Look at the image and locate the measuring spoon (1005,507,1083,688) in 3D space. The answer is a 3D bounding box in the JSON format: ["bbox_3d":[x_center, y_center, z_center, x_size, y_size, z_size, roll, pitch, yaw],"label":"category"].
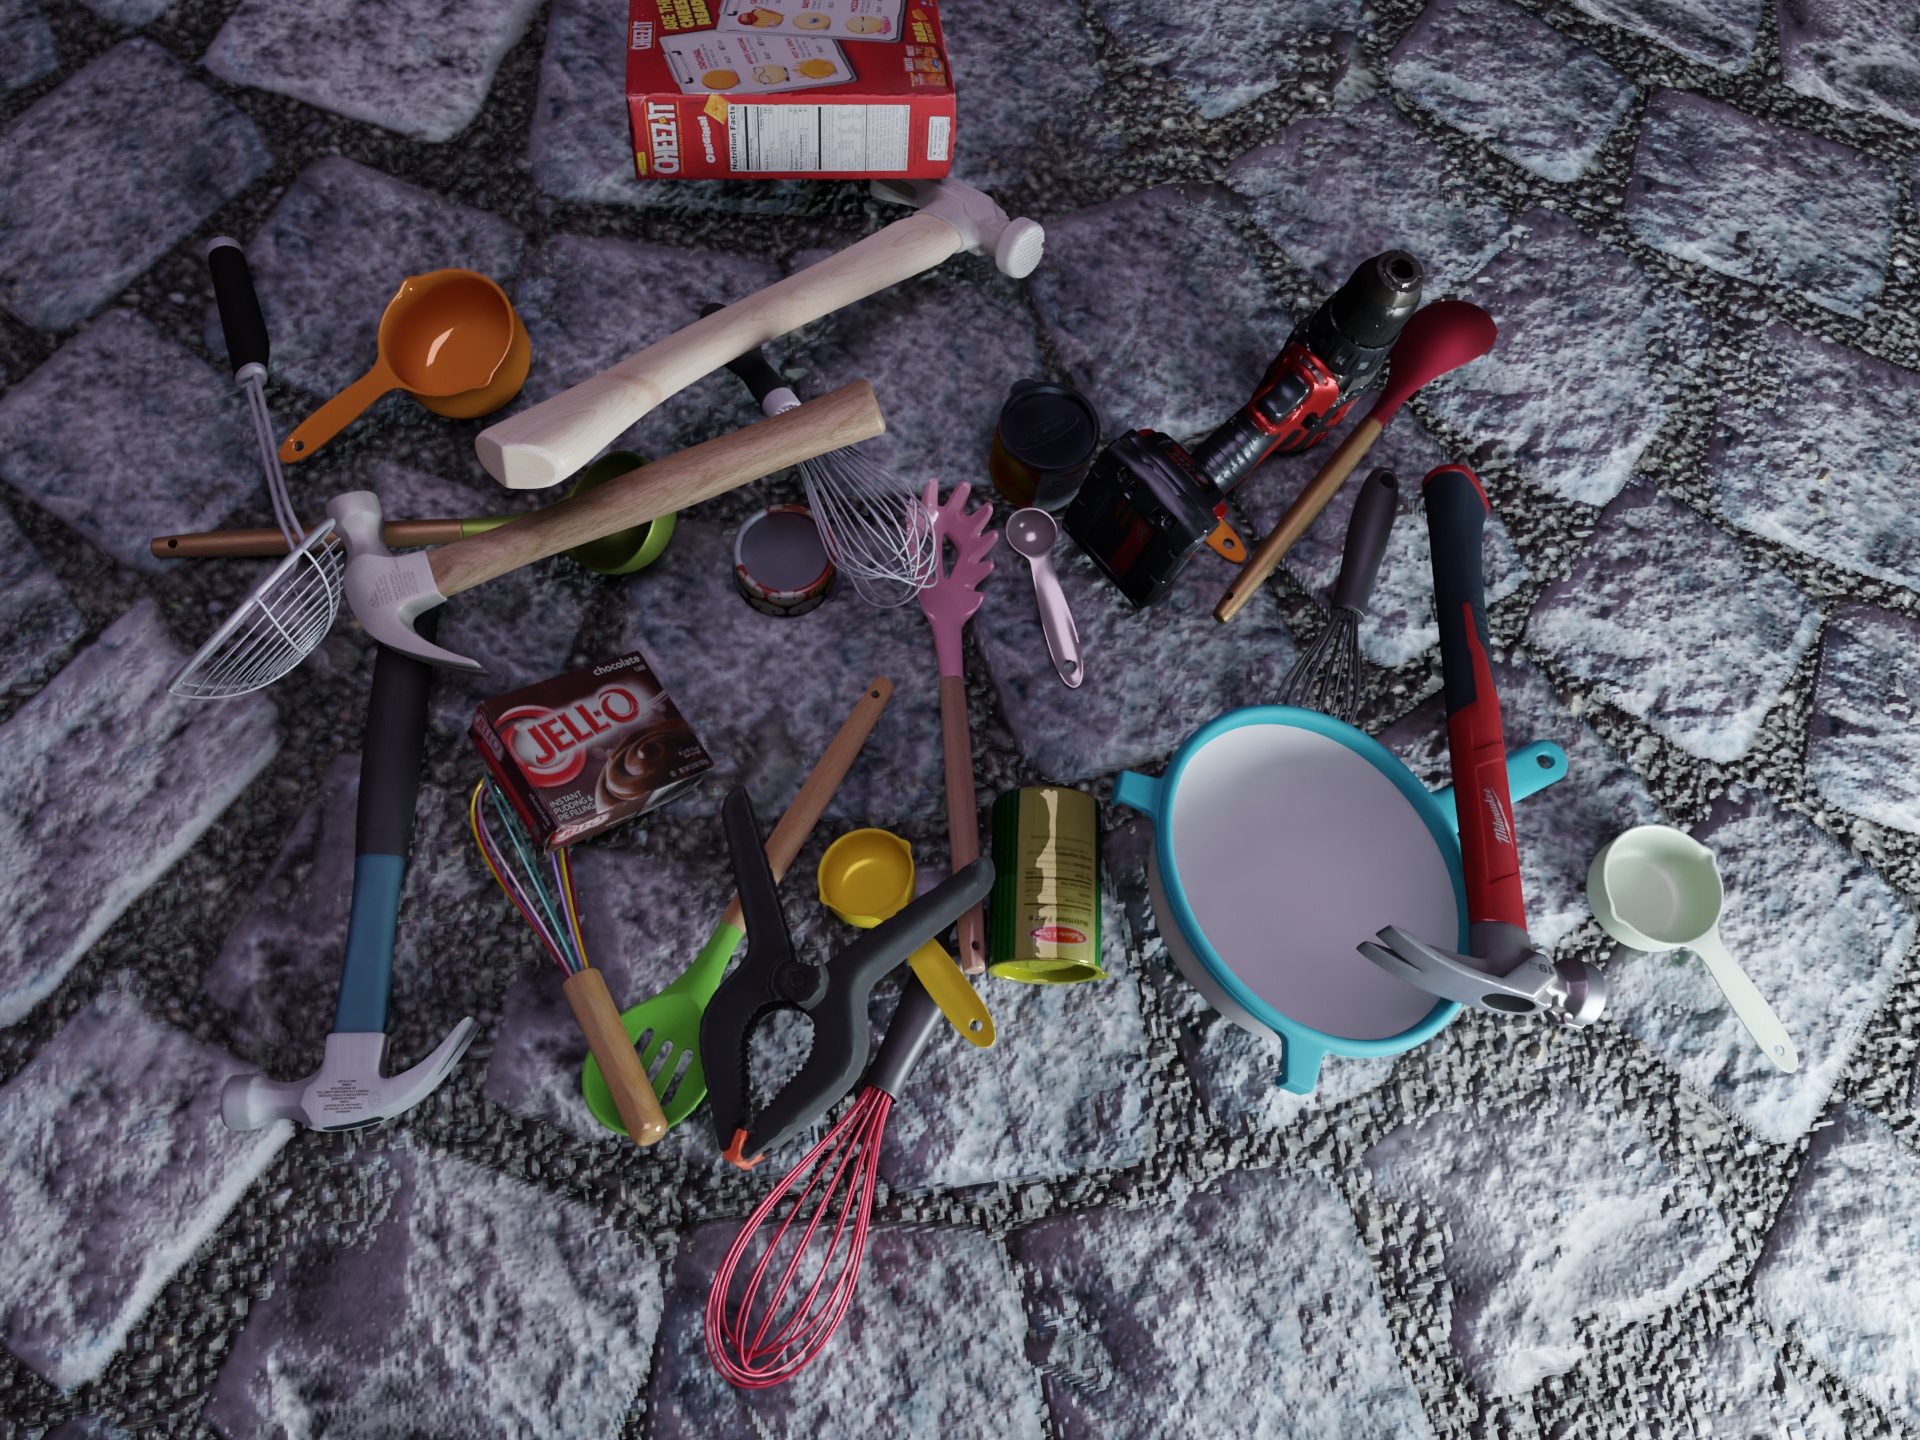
[{"bbox_3d":[0.057,-0.078,1.028,0.034,0.018,0.124,-13,78,-10],"label":"measuring spoon"}]

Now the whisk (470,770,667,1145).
[{"bbox_3d":[-0.218,0.123,0.889,0.047,0.051,0.245,-21,65,-22],"label":"whisk"}]

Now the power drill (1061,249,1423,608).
[{"bbox_3d":[0.181,-0.185,0.982,0.227,0.188,0.080,-40,83,-20],"label":"power drill"}]

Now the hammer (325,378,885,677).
[{"bbox_3d":[-0.202,-0.125,0.940,0.331,0.031,0.130,-21,78,-1],"label":"hammer"}]

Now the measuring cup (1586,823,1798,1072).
[{"bbox_3d":[0.449,0.143,0.974,0.083,0.038,0.168,-28,77,-15],"label":"measuring cup"}]

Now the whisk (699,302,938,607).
[{"bbox_3d":[-0.098,-0.176,1.003,0.070,0.070,0.285,-28,59,-15],"label":"whisk"}]

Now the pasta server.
[{"bbox_3d":[-0.002,-0.003,0.966,0.060,0.040,0.316,4,64,-17],"label":"pasta server"}]

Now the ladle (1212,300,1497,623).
[{"bbox_3d":[0.264,-0.183,1.077,0.069,0.031,0.315,27,70,38],"label":"ladle"}]

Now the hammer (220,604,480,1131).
[{"bbox_3d":[-0.335,0.067,0.919,0.128,0.033,0.331,1,69,-5],"label":"hammer"}]

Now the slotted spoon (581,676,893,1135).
[{"bbox_3d":[-0.119,0.101,0.933,0.070,0.031,0.314,27,67,9],"label":"slotted spoon"}]

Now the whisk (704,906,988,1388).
[{"bbox_3d":[-0.053,0.224,0.880,0.073,0.073,0.296,26,62,4],"label":"whisk"}]

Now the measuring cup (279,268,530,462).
[{"bbox_3d":[-0.353,-0.211,1.016,0.173,0.052,0.095,-38,77,-3],"label":"measuring cup"}]

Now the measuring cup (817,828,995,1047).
[{"bbox_3d":[-0.026,0.129,0.913,0.062,0.029,0.157,-33,62,-11],"label":"measuring cup"}]

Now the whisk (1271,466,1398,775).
[{"bbox_3d":[0.247,-0.070,1.029,0.055,0.055,0.239,21,65,2],"label":"whisk"}]

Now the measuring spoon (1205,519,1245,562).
[{"bbox_3d":[0.150,-0.150,1.063,0.021,0.011,0.117,-37,78,-17],"label":"measuring spoon"}]

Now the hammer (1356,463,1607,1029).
[{"bbox_3d":[0.297,-0.010,0.960,0.143,0.038,0.387,18,54,-17],"label":"hammer"}]

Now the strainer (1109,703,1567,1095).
[{"bbox_3d":[0.236,0.085,0.955,0.340,0.095,0.211,-19,72,-34],"label":"strainer"}]

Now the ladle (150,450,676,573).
[{"bbox_3d":[-0.335,-0.119,0.977,0.320,0.062,0.078,-4,78,-5],"label":"ladle"}]

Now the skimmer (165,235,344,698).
[{"bbox_3d":[-0.437,-0.170,0.943,0.127,0.090,0.364,-38,60,25],"label":"skimmer"}]

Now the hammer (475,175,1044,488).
[{"bbox_3d":[-0.129,-0.252,0.981,0.146,0.038,0.411,33,51,24],"label":"hammer"}]
